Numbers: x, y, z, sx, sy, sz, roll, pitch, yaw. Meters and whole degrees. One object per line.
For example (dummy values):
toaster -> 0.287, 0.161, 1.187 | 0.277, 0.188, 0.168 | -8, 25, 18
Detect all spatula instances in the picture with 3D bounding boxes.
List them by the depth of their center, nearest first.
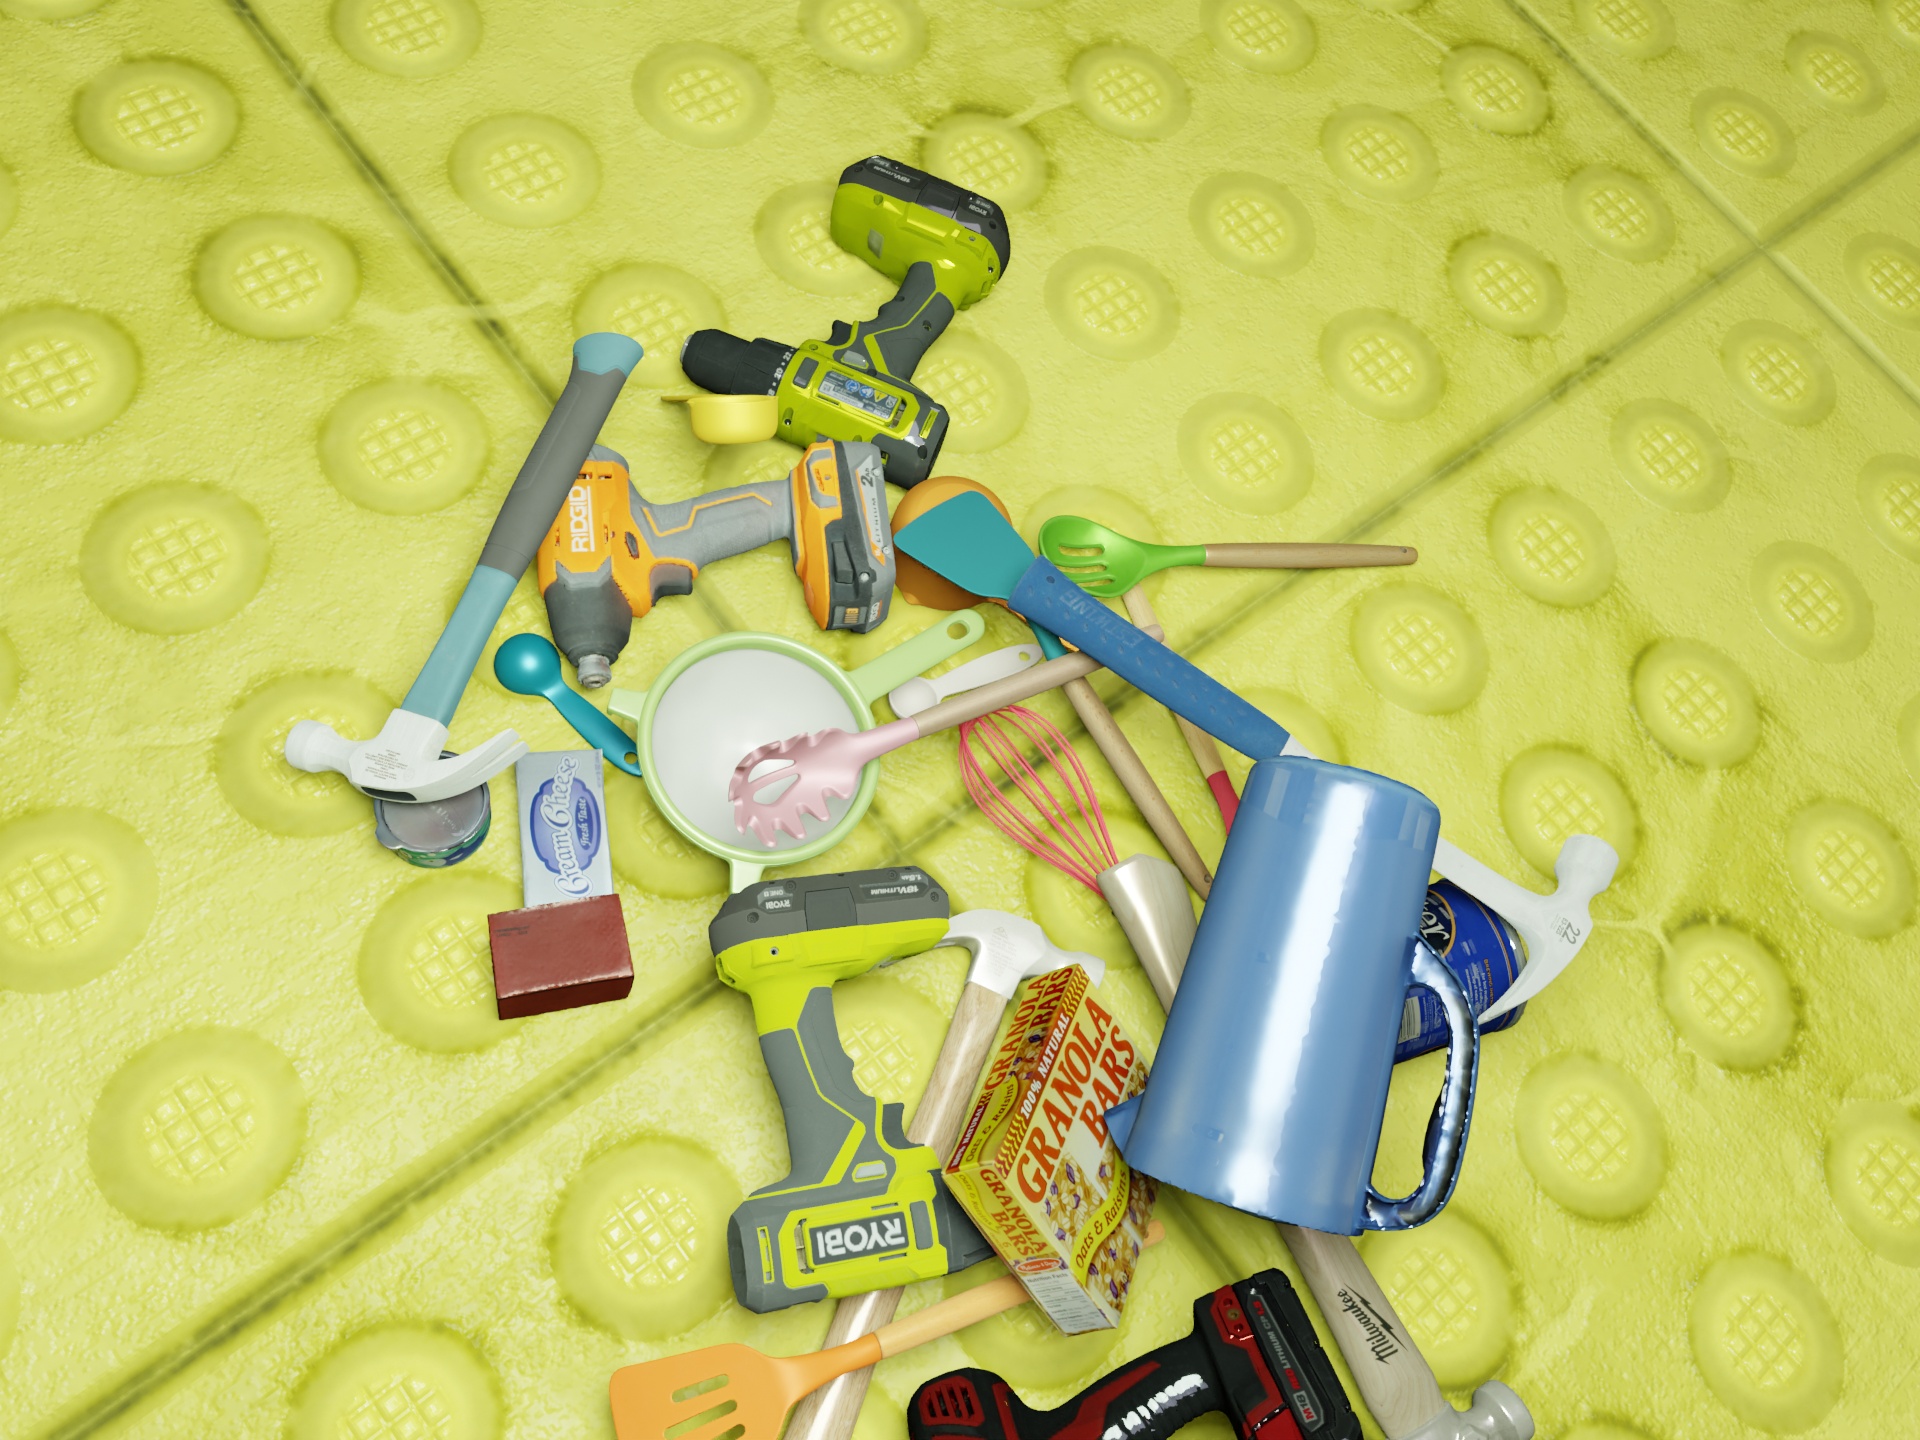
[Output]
spatula -> -0.027, 0.335, 0.870 | 0.322, 0.041, 0.081 | -13, 62, -26
spatula -> 0.076, -0.013, 1.051 | 0.082, 0.044, 0.317 | -36, 95, -34

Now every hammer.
hammer -> -0.026, 0.262, 0.933 | 0.130, 0.031, 0.331 | 24, 64, -2
hammer -> 0.181, 0.272, 0.945 | 0.146, 0.038, 0.411 | -25, 82, -21
hammer -> -0.280, -0.101, 0.975 | 0.128, 0.033, 0.331 | 17, 70, 10
hammer -> 0.204, 0.028, 0.978 | 0.405, 0.035, 0.144 | 34, 62, 5

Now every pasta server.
pasta server -> -0.002, -0.003, 0.977 | 0.316, 0.040, 0.060 | -21, 110, -23

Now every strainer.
strainer -> -0.091, 0.001, 1.016 | 0.256, 0.069, 0.151 | -32, 83, -29

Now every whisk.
whisk -> 0.094, 0.101, 1.020 | 0.073, 0.073, 0.296 | -35, 83, -24

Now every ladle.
ladle -> 0.166, 0.015, 1.092 | 0.069, 0.031, 0.316 | -12, 68, -26

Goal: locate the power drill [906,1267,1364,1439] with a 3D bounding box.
power drill -> 0.093, 0.398, 0.814 | 0.226, 0.080, 0.188 | -19, 37, -4

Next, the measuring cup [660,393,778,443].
measuring cup -> -0.169, -0.203, 1.062 | 0.062, 0.157, 0.029 | -9, 106, -28

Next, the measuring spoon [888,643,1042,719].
measuring spoon -> 0.004, -0.026, 1.081 | 0.124, 0.018, 0.034 | -22, 68, -28

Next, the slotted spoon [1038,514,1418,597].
slotted spoon -> 0.196, -0.117, 1.145 | 0.313, 0.031, 0.070 | -3, 59, -21

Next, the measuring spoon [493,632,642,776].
measuring spoon -> -0.244, -0.011, 1.008 | 0.128, 0.021, 0.042 | 41, 64, 8

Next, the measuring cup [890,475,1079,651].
measuring cup -> 0.028, -0.103, 1.095 | 0.173, 0.052, 0.095 | 33, 63, 5

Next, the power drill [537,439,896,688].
power drill -> -0.160, -0.103, 1.040 | 0.226, 0.084, 0.164 | -4, 68, -10

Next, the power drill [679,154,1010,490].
power drill -> -0.076, -0.291, 1.145 | 0.190, 0.080, 0.229 | 23, 66, 1

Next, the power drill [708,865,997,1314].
power drill -> -0.053, 0.202, 0.895 | 0.171, 0.080, 0.223 | -4, 72, -20
